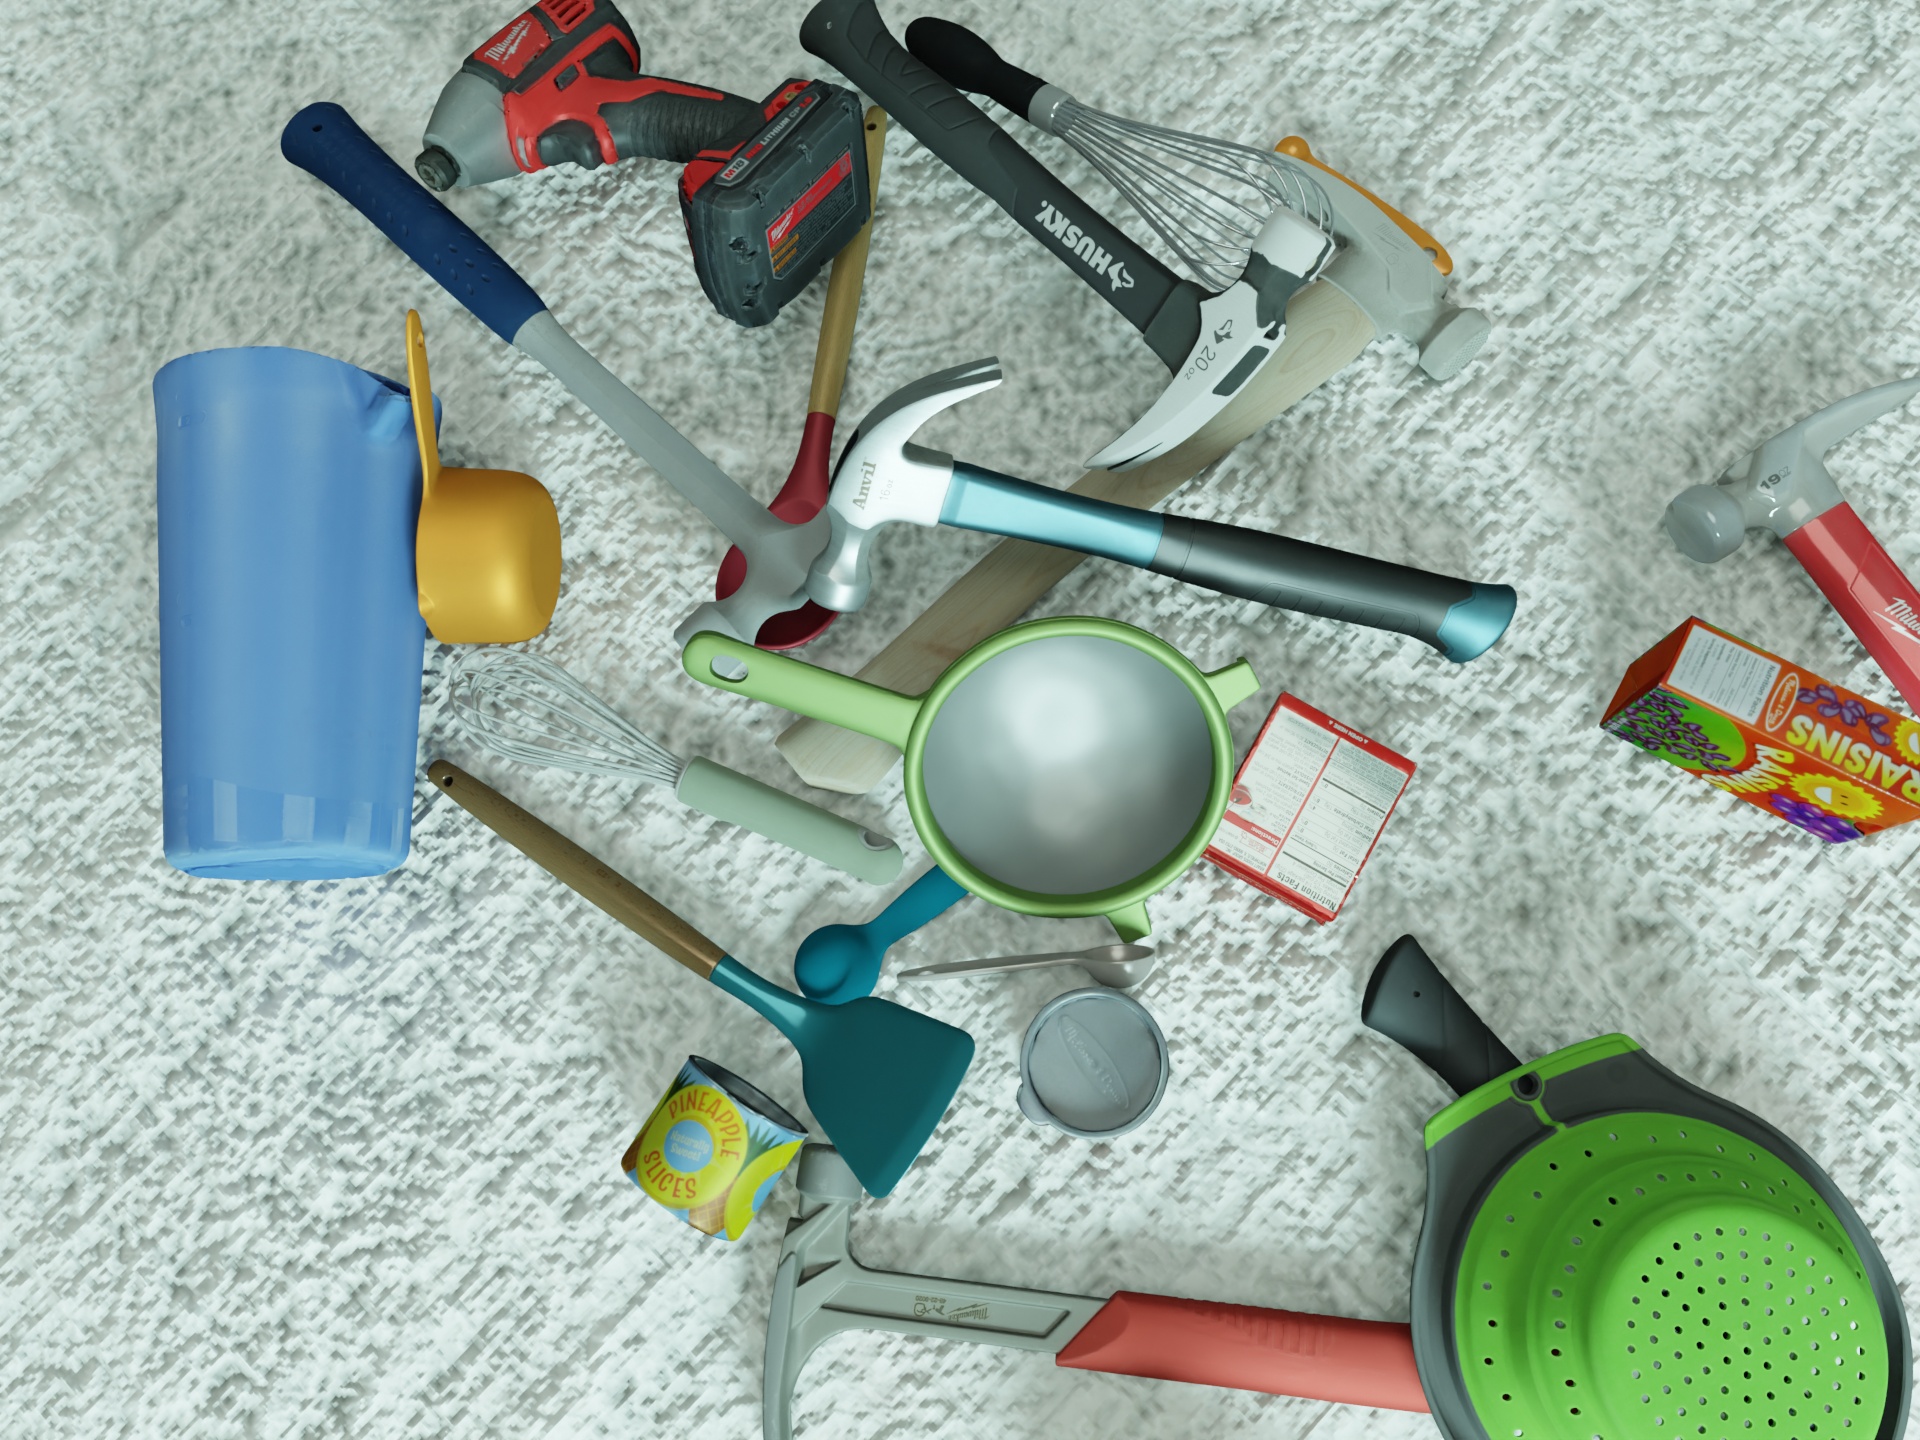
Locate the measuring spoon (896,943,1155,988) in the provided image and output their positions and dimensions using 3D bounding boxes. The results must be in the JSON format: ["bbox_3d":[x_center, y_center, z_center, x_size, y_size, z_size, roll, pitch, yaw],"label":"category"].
[{"bbox_3d":[0.031,0.122,0.756,0.124,0.034,0.018,-6,95,8],"label":"measuring spoon"}]

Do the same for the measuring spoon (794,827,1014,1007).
[{"bbox_3d":[-0.026,0.092,0.767,0.128,0.021,0.042,-38,78,-3],"label":"measuring spoon"}]

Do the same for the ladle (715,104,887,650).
[{"bbox_3d":[-0.070,-0.183,0.831,0.069,0.031,0.315,8,76,6],"label":"ladle"}]

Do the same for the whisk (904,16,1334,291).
[{"bbox_3d":[0.071,-0.300,0.814,0.285,0.070,0.070,40,83,26],"label":"whisk"}]

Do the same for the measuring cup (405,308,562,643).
[{"bbox_3d":[-0.228,-0.114,0.762,0.052,0.173,0.095,3,38,-1],"label":"measuring cup"}]

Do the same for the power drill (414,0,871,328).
[{"bbox_3d":[-0.167,-0.294,0.817,0.220,0.078,0.143,28,63,19],"label":"power drill"}]

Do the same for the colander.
[{"bbox_3d":[0.326,0.318,0.616,0.204,0.094,0.397,-23,76,-5],"label":"colander"}]

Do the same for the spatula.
[{"bbox_3d":[-0.137,0.101,0.754,0.317,0.044,0.082,31,88,15],"label":"spatula"}]

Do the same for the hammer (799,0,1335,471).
[{"bbox_3d":[0.024,-0.265,0.793,0.335,0.035,0.146,48,119,25],"label":"hammer"}]

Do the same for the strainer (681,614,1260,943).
[{"bbox_3d":[-0.001,-0.002,0.743,0.256,0.069,0.151,17,112,-6],"label":"strainer"}]

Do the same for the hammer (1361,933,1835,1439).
[{"bbox_3d":[0.329,0.259,0.699,0.149,0.036,0.409,-40,77,-6],"label":"hammer"}]

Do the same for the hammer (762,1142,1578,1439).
[{"bbox_3d":[0.092,0.285,0.708,0.359,0.036,0.149,5,78,6],"label":"hammer"}]

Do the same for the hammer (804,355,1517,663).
[{"bbox_3d":[0.102,-0.079,0.743,0.331,0.033,0.128,12,119,-11],"label":"hammer"}]

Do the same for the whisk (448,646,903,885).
[{"bbox_3d":[-0.142,0.026,0.783,0.246,0.058,0.059,23,114,6],"label":"whisk"}]

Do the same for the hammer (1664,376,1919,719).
[{"bbox_3d":[0.502,0.020,0.739,0.143,0.038,0.386,-30,77,-5],"label":"hammer"}]

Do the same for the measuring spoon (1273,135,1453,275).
[{"bbox_3d":[0.213,-0.272,0.838,0.117,0.011,0.021,42,83,12],"label":"measuring spoon"}]

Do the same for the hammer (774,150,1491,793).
[{"bbox_3d":[0.067,-0.117,0.802,0.410,0.038,0.146,-40,76,-5],"label":"hammer"}]

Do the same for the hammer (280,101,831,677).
[{"bbox_3d":[-0.210,-0.200,0.823,0.406,0.035,0.144,42,83,17],"label":"hammer"}]
